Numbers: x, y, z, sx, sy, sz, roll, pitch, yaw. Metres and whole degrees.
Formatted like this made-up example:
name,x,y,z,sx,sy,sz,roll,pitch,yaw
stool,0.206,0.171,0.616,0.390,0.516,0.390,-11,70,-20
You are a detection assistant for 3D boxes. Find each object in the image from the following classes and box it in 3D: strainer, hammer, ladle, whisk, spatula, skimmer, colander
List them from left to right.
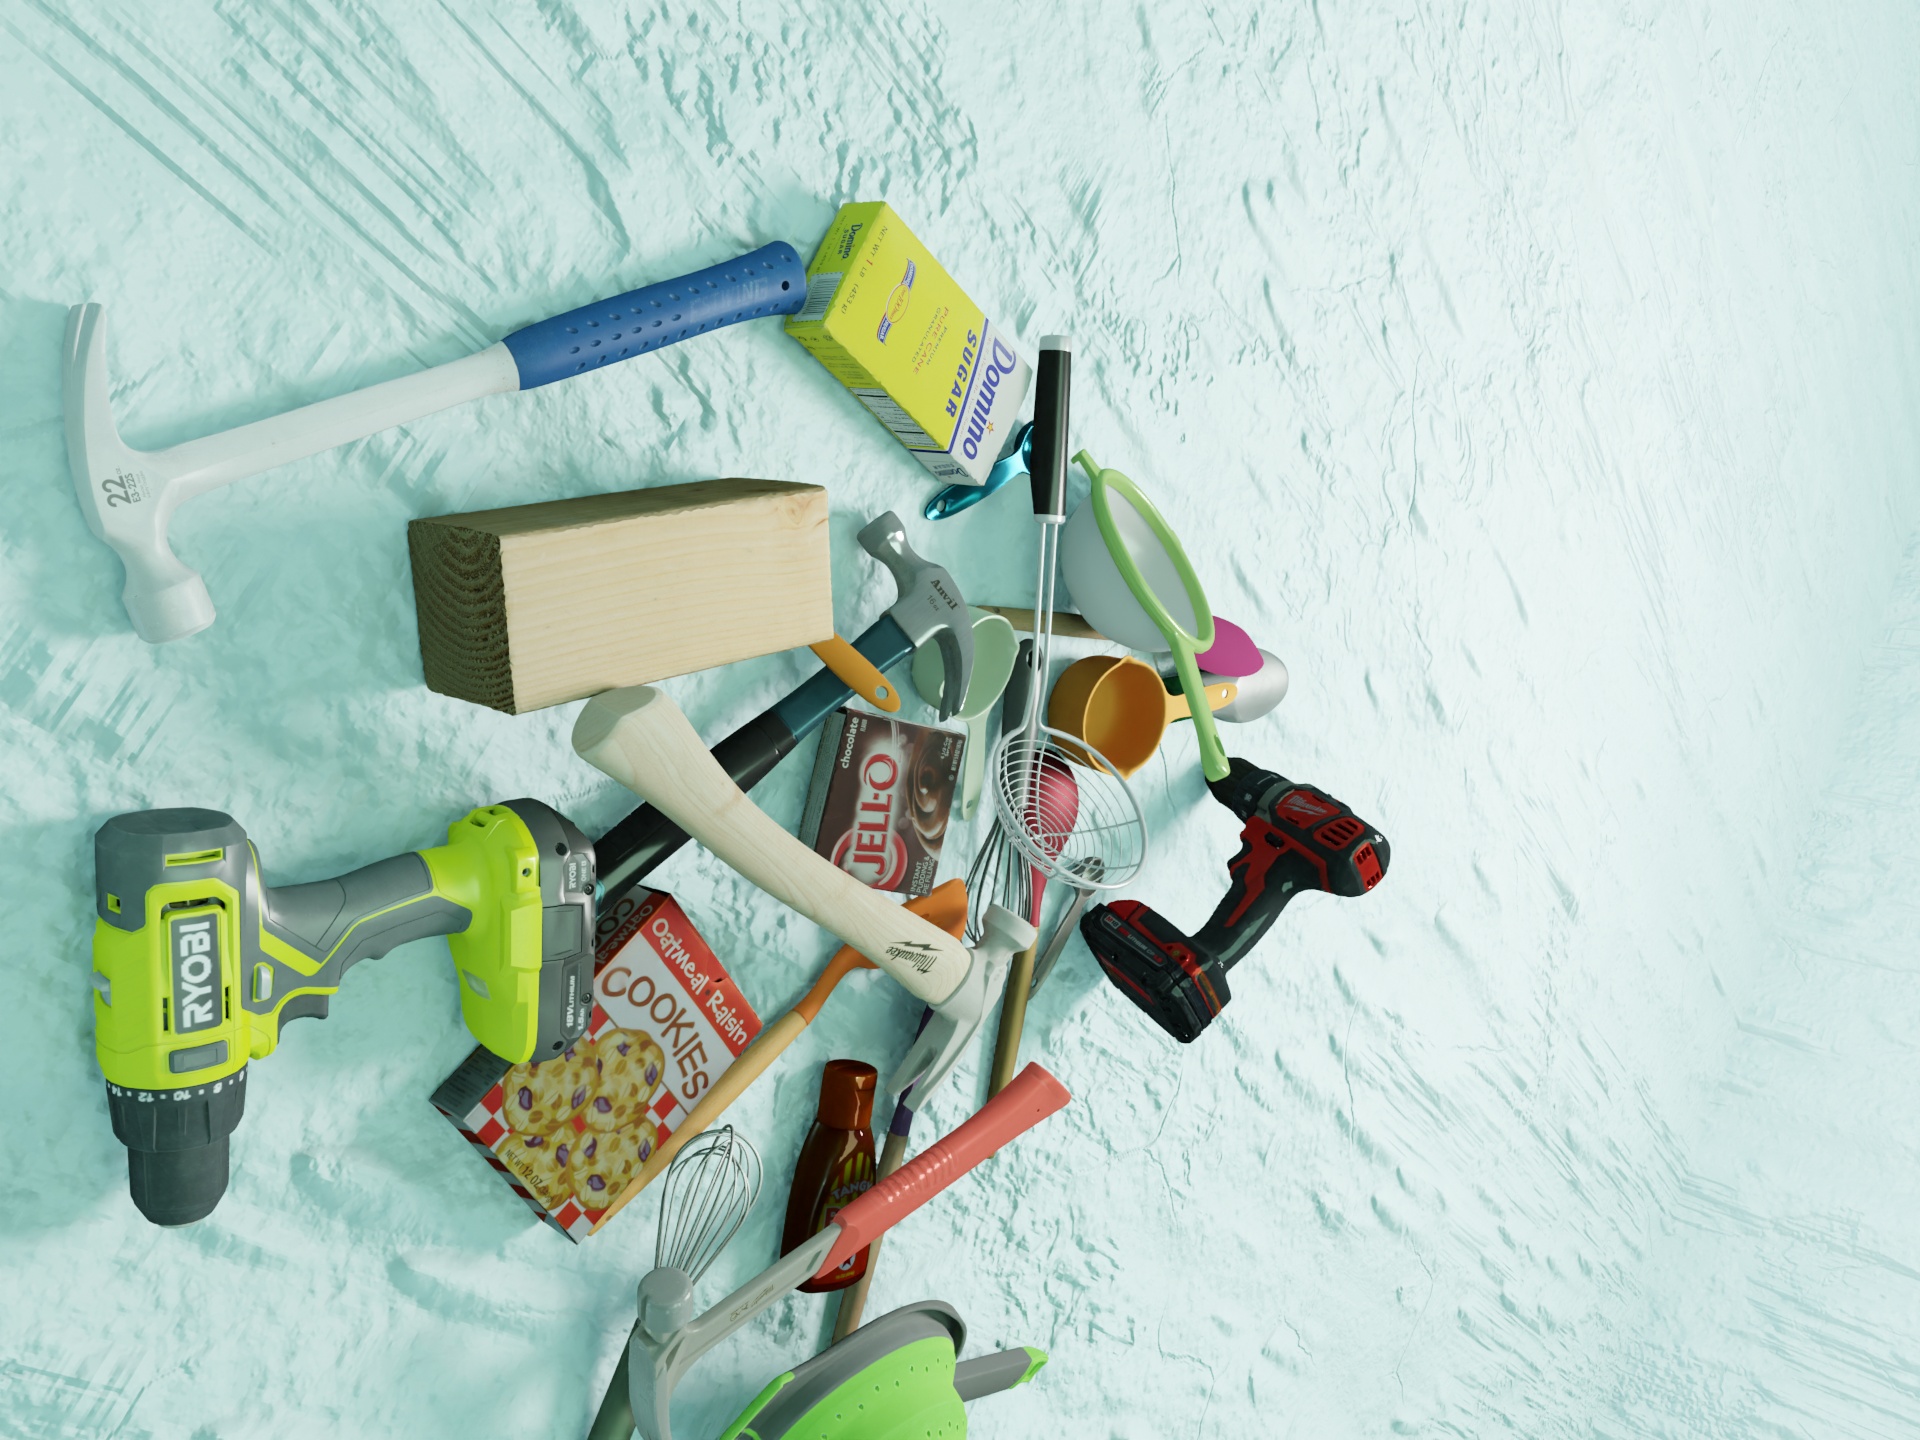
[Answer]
name,x,y,z,sx,sy,sz,roll,pitch,yaw
hammer,-0.237,-0.181,0.797,0.405,0.035,0.144,-32,121,-38
whisk,-0.183,0.360,0.968,0.057,0.059,0.246,21,93,-17
hammer,-0.118,0.011,0.950,0.331,0.033,0.128,-41,95,-27
spatula,-0.114,0.212,1.019,0.323,0.041,0.081,-42,151,-30
hammer,-0.089,0.106,0.928,0.146,0.038,0.410,-57,140,-10
hammer,-0.059,0.328,1.032,0.359,0.037,0.149,-25,132,-40
spatula,-0.050,0.316,1.120,0.060,0.018,0.316,-83,-172,-88
colander,-0.018,0.504,1.113,0.204,0.095,0.396,-51,148,10
whisk,0.034,0.060,1.139,0.055,0.055,0.239,5,93,-47
ladle,0.046,0.178,1.195,0.069,0.031,0.315,4,98,-41
skimmer,0.077,-0.073,1.053,0.127,0.090,0.363,-2,96,-43
strainer,0.128,-0.059,1.126,0.151,0.069,0.257,31,38,-48

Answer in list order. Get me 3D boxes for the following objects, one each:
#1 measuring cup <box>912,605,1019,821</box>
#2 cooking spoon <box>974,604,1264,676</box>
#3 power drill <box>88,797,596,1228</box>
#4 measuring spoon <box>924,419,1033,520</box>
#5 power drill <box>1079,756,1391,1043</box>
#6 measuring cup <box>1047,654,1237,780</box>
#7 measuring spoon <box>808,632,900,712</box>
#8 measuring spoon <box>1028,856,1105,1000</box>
name,x,y,z,sx,sy,sz,roll,pitch,yaw
measuring cup,-0.002,-0.004,1.100,0.083,0.038,0.167,-31,136,-40
cooking spoon,0.128,-0.068,1.211,0.318,0.069,0.017,2,140,-42
power drill,-0.299,0.131,0.778,0.228,0.080,0.190,-6,104,-43
measuring spoon,0.019,-0.171,1.093,0.128,0.021,0.042,-33,127,-26
power drill,0.205,0.127,1.271,0.227,0.188,0.080,-39,128,-11
measuring cup,0.139,-0.013,1.217,0.173,0.052,0.095,-12,108,-39
measuring spoon,-0.079,-0.047,0.957,0.117,0.011,0.021,43,64,-8
measuring spoon,0.075,0.159,1.233,0.124,0.018,0.034,-61,145,-7
